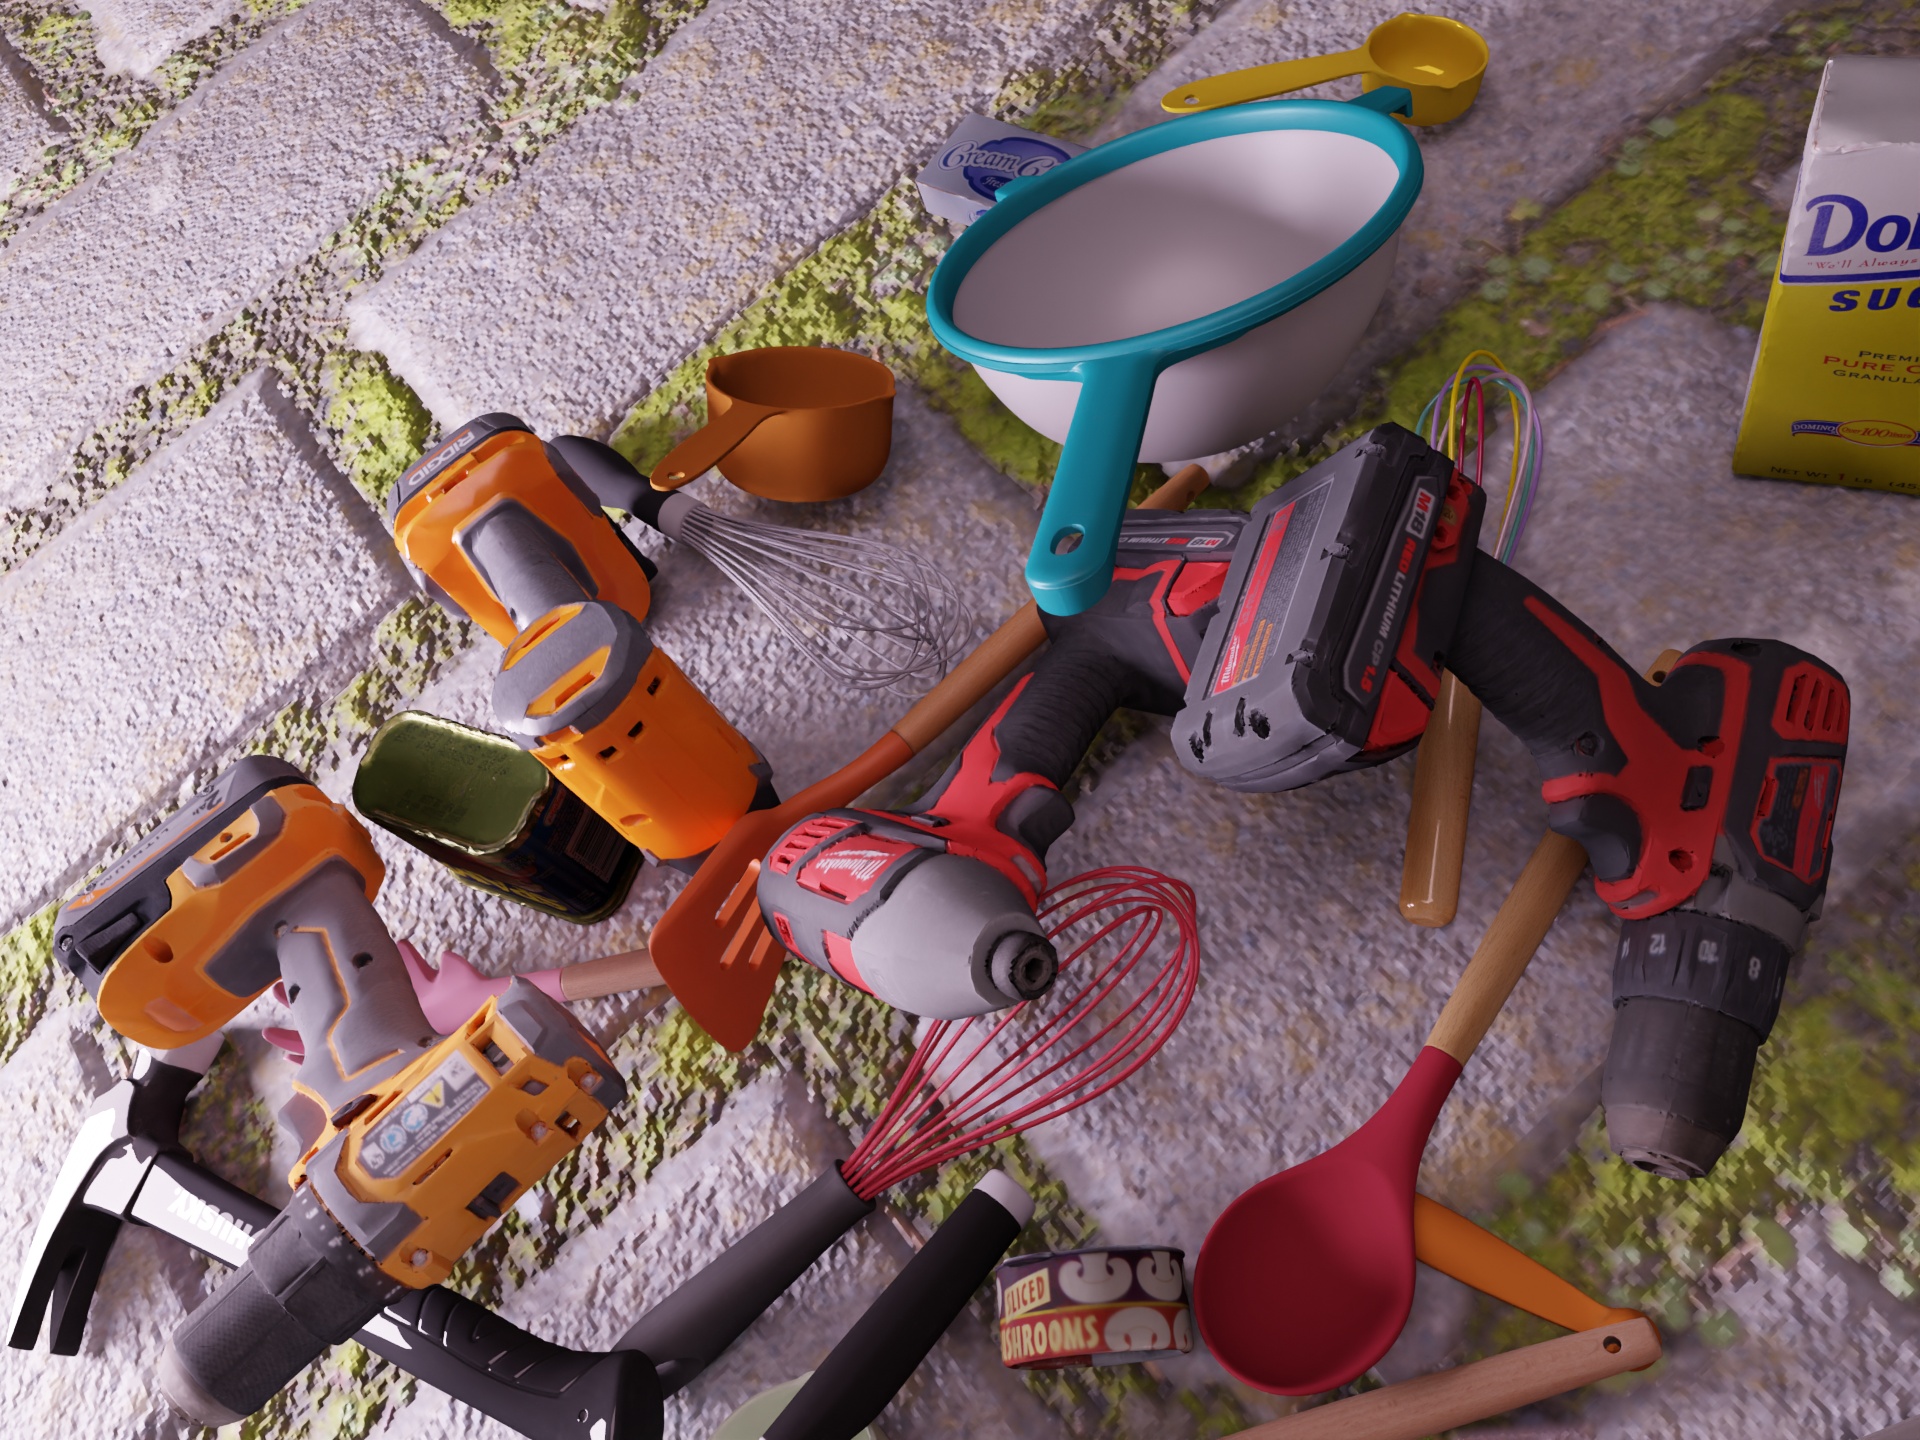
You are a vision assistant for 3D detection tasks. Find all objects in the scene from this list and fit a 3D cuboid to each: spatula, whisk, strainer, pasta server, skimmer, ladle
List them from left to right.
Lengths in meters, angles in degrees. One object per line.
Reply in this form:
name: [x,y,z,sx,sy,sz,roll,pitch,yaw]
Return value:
skimmer: [-0.119,0.261,0.495,0.363,0.127,0.090,-44,98,-24]
pasta server: [-0.145,0.104,0.675,0.316,0.040,0.060,-12,51,12]
whisk: [-0.109,-0.083,0.747,0.285,0.070,0.070,28,76,33]
whisk: [-0.024,0.161,0.594,0.296,0.073,0.073,-41,59,2]
spatula: [-0.001,-0.002,0.657,0.322,0.080,0.041,-43,45,-17]
strainer: [0.084,-0.132,0.644,0.211,0.095,0.341,-6,42,24]
spatula: [0.077,0.255,0.530,0.316,0.018,0.060,-23,53,10]
whisk: [0.195,-0.039,0.627,0.051,0.047,0.245,6,70,20]
ladle: [0.184,0.097,0.567,0.069,0.031,0.315,28,72,29]

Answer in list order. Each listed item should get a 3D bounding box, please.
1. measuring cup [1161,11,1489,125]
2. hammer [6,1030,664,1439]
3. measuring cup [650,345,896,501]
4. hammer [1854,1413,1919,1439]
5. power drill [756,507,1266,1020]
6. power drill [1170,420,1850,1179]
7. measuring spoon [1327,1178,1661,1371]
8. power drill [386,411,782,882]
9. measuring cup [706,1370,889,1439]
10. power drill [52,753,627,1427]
measuring cup: [0.170,-0.296,0.751,0.156,0.029,0.062,-12,56,-3]
hammer: [-0.252,0.228,0.632,0.335,0.035,0.146,11,69,30]
measuring cup: [-0.090,-0.117,0.713,0.095,0.052,0.174,14,34,16]
hammer: [0.225,0.258,0.472,0.359,0.036,0.149,-25,59,5]
power drill: [0.037,0.018,0.580,0.220,0.078,0.143,-44,28,-21]
power drill: [0.187,0.027,0.523,0.226,0.080,0.188,27,70,-14]
measuring spoon: [0.178,0.183,0.539,0.117,0.011,0.021,24,74,28]
power drill: [-0.153,-0.023,0.687,0.084,0.164,0.227,-39,46,-3]
measuring cup: [-0.094,0.279,0.570,0.167,0.038,0.083,-9,43,28]
power drill: [-0.265,0.137,0.622,0.226,0.084,0.185,36,71,29]
